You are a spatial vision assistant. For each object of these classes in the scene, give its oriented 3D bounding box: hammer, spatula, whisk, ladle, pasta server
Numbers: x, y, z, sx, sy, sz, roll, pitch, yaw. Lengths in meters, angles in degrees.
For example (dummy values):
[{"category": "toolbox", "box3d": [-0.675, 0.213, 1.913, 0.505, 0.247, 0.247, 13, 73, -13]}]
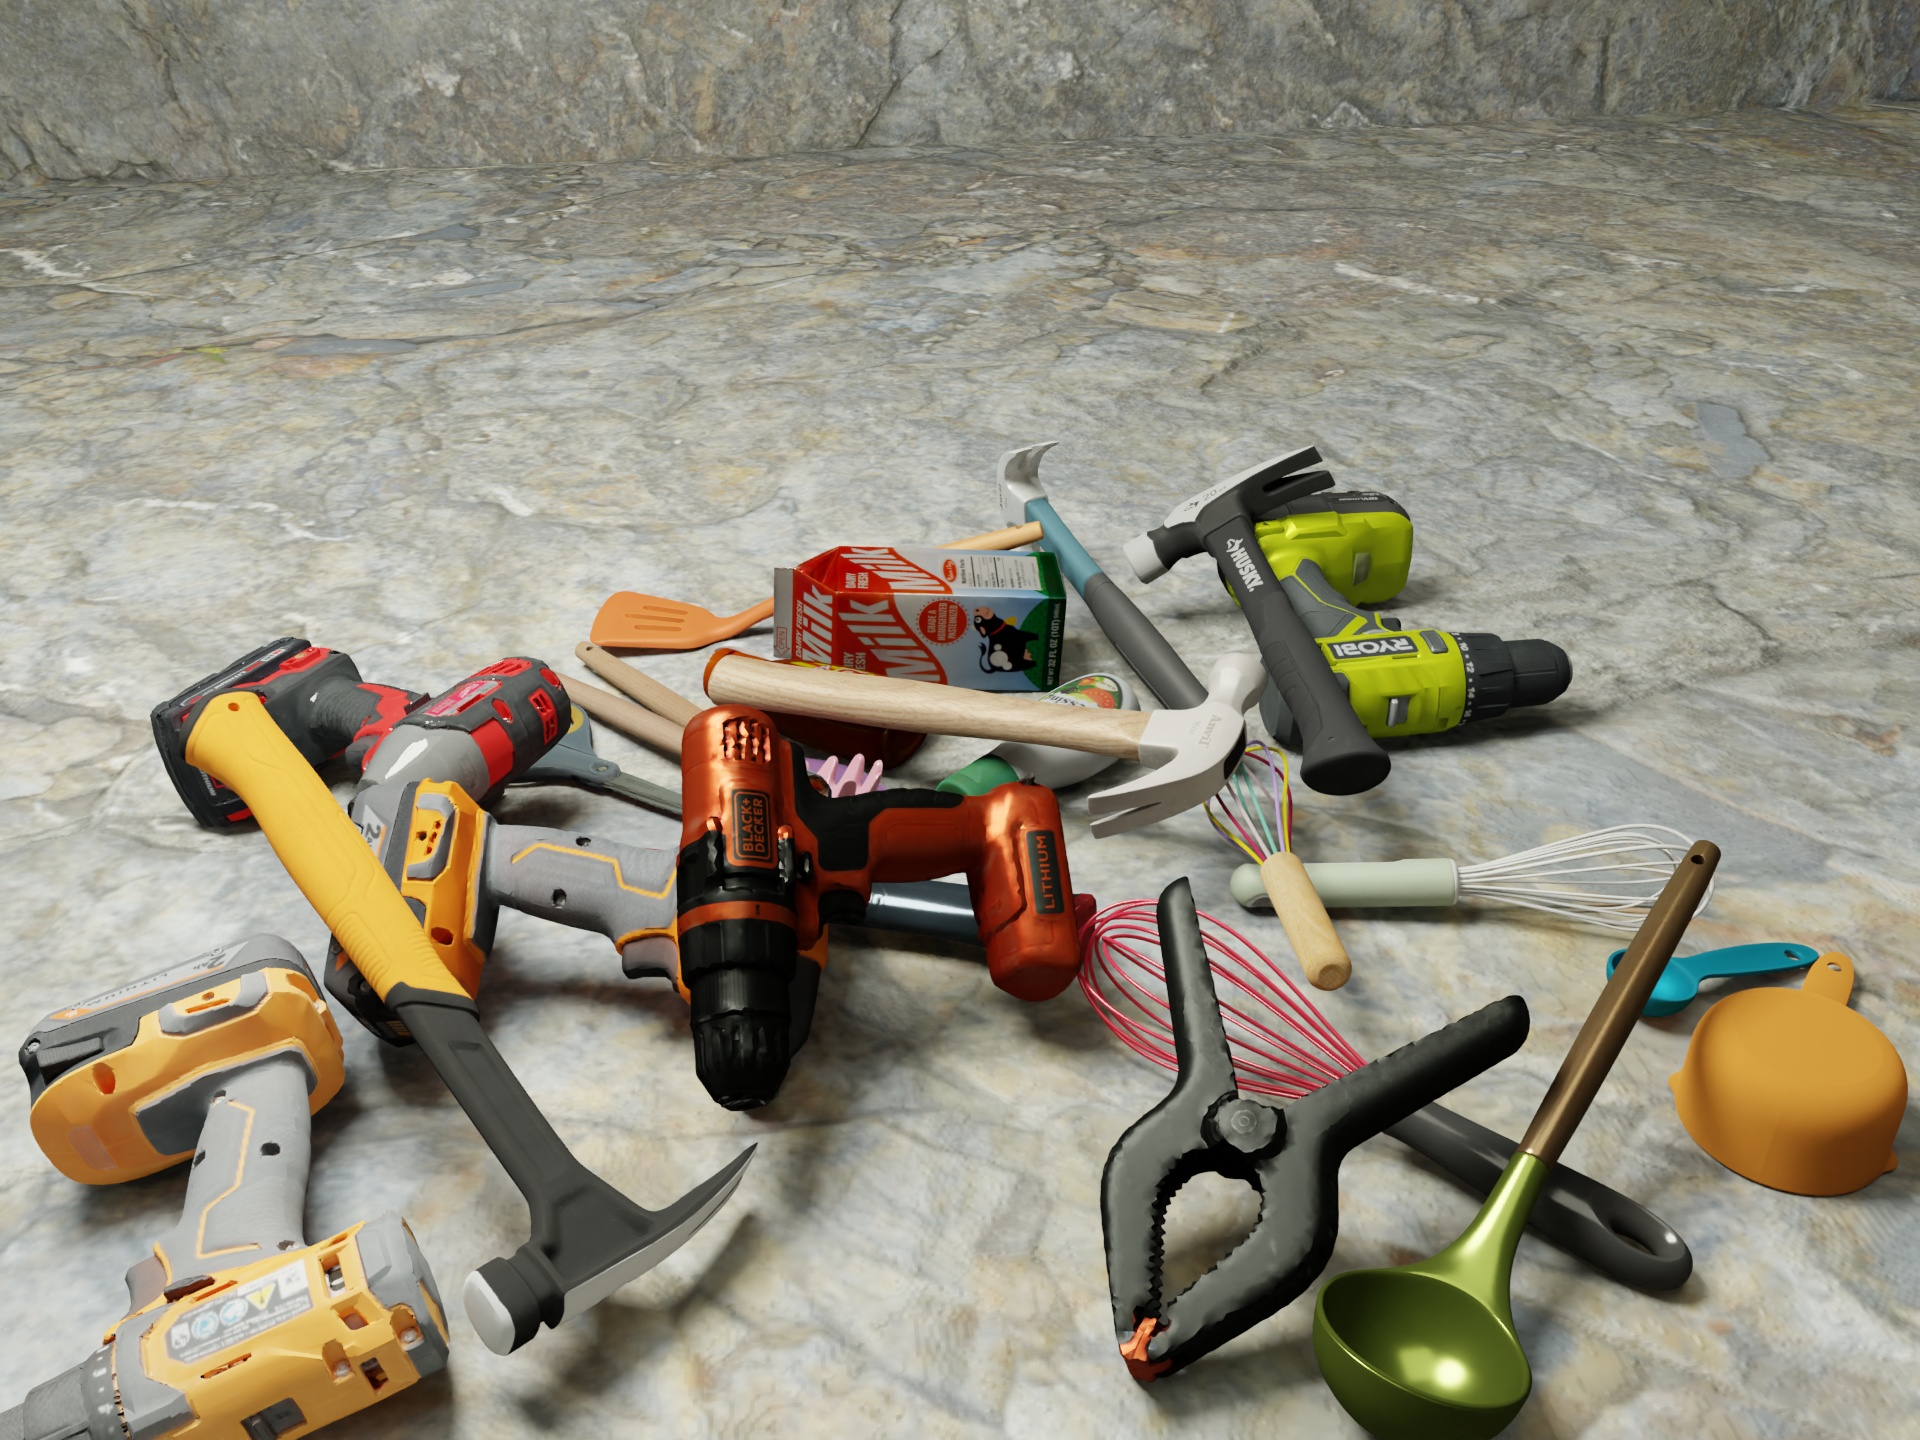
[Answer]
[{"category": "hammer", "box3d": [-0.001, -0.003, 0.913, 0.331, 0.031, 0.130, 8, 44, 25]}, {"category": "hammer", "box3d": [0.195, -0.063, 0.965, 0.146, 0.035, 0.335, -31, 31, 13]}, {"category": "spatula", "box3d": [-0.100, -0.097, 1.111, 0.322, 0.041, 0.081, -15, 29, 11]}, {"category": "whisk", "box3d": [0.266, 0.084, 0.836, 0.246, 0.057, 0.059, -2, 61, 7]}, {"category": "hammer", "box3d": [-0.232, 0.103, 0.685, 0.127, 0.034, 0.337, -22, 59, -43]}, {"category": "whisk", "box3d": [0.162, 0.064, 0.814, 0.047, 0.051, 0.245, -3, 22, -1]}, {"category": "ladle", "box3d": [0.242, 0.151, 0.639, 0.078, 0.062, 0.320, 23, 55, 33]}, {"category": "pasta server", "box3d": [-0.167, 0.007, 0.971, 0.316, 0.040, 0.060, 21, 21, 40]}, {"category": "whisk", "box3d": [0.174, 0.162, 0.702, 0.296, 0.073, 0.073, 27, 41, 28]}, {"category": "hammer", "box3d": [0.098, -0.079, 1.069, 0.033, 0.128, 0.331, -18, 42, -13]}, {"category": "spatula", "box3d": [-0.150, 0.009, 1.000, 0.060, 0.018, 0.316, -35, 45, -30]}, {"category": "hammer", "box3d": [-0.117, 0.080, 0.863, 0.386, 0.038, 0.143, 5, 30, 11]}]

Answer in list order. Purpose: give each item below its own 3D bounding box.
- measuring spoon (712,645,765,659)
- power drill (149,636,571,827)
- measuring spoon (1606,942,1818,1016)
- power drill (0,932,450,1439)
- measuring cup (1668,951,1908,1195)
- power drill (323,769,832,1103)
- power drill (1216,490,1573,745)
[{"category": "measuring spoon", "box3d": [-0.113, -0.023, 1.061, 0.124, 0.018, 0.034, 20, 20, 21]}, {"category": "power drill", "box3d": [-0.345, 0.013, 0.907, 0.220, 0.078, 0.143, 3, 30, 29]}, {"category": "measuring spoon", "box3d": [0.374, 0.129, 0.790, 0.128, 0.021, 0.042, -3, 29, -21]}, {"category": "power drill", "box3d": [-0.319, 0.203, 0.631, 0.185, 0.084, 0.226, -22, 41, -19]}, {"category": "measuring cup", "box3d": [0.391, 0.139, 0.729, 0.095, 0.052, 0.173, 19, 39, 30]}, {"category": "power drill", "box3d": [-0.176, 0.104, 0.763, 0.226, 0.084, 0.164, -1, 62, -1]}, {"category": "power drill", "box3d": [0.276, -0.068, 1.057, 0.190, 0.080, 0.229, -5, 34, -4]}]
